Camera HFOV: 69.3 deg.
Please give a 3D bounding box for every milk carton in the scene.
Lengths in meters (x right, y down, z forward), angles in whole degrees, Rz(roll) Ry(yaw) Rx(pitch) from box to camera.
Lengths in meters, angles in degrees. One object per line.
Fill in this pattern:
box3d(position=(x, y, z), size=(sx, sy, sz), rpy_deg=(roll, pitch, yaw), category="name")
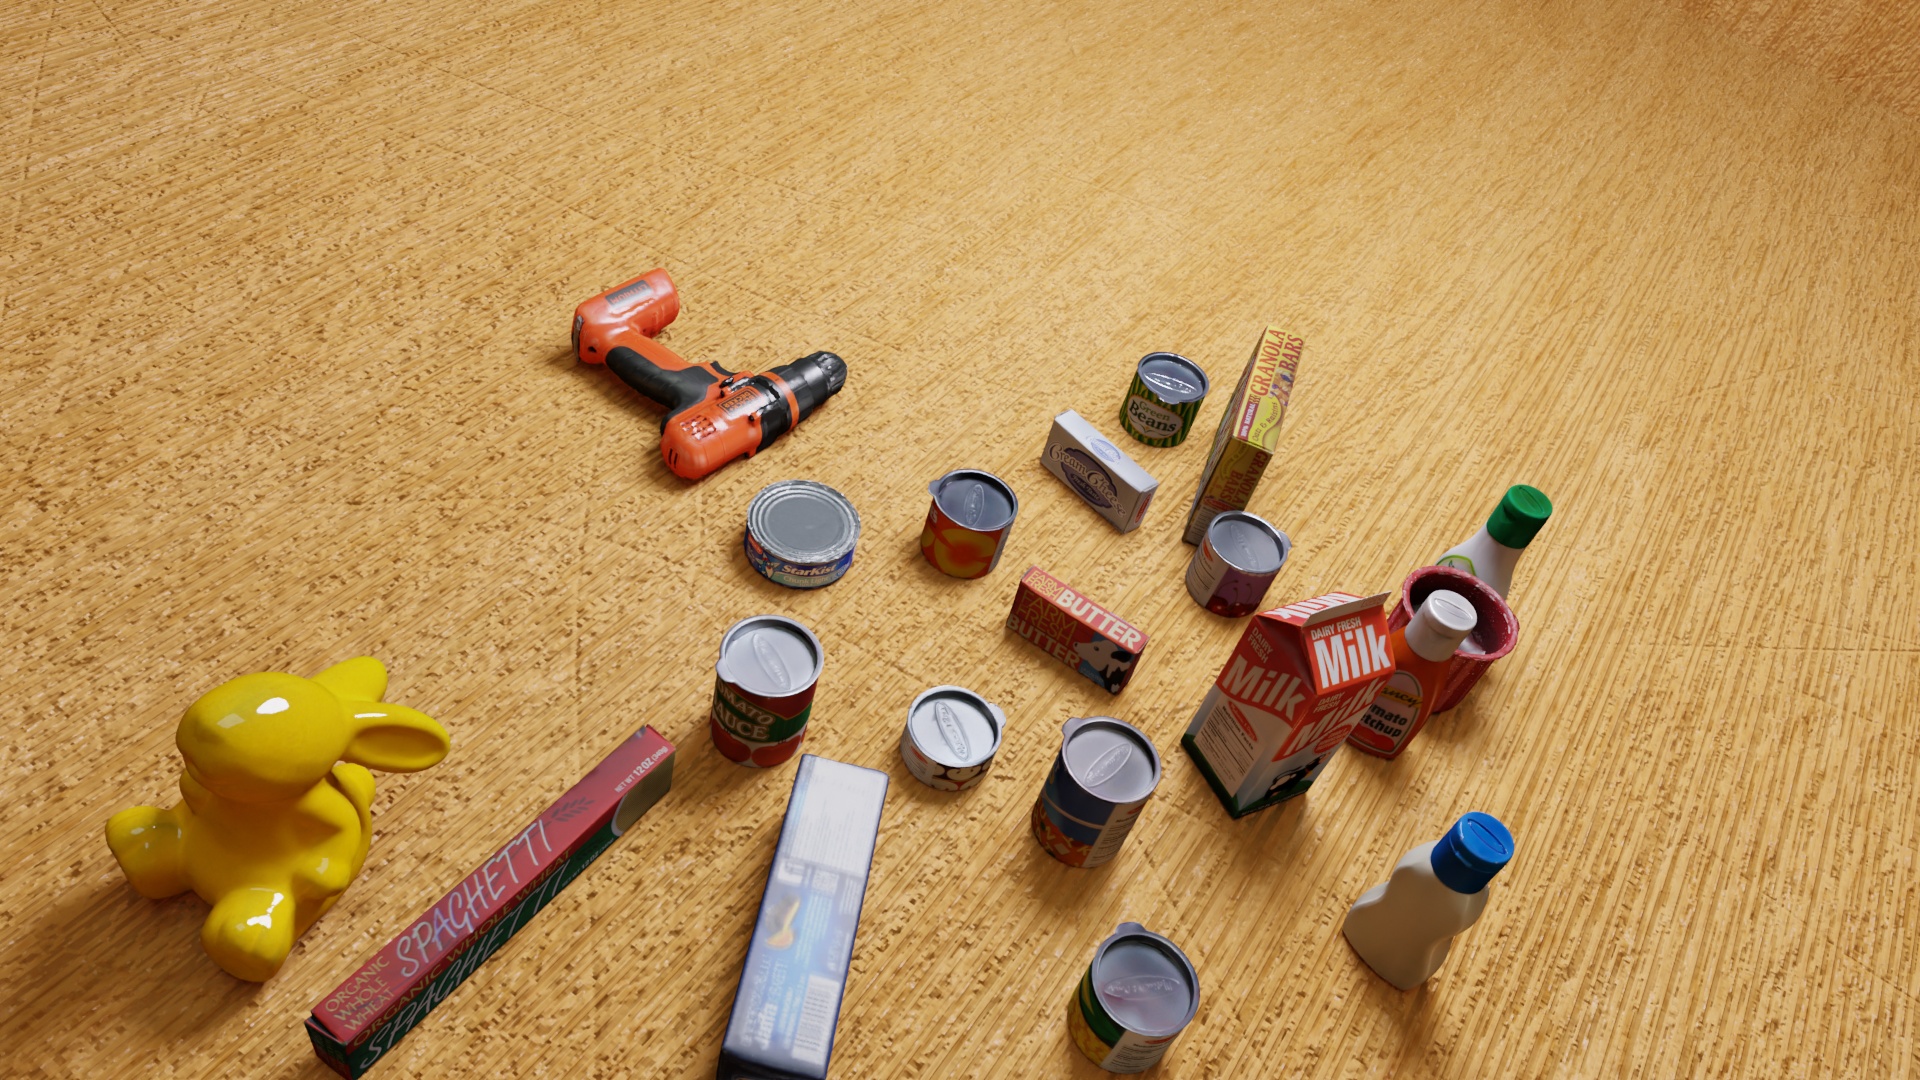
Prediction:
box3d(position=(0.226, 0.102, 0.944), size=(0.072, 0.189, 0.074), rpy_deg=(-13, 53, -27), category="milk carton")

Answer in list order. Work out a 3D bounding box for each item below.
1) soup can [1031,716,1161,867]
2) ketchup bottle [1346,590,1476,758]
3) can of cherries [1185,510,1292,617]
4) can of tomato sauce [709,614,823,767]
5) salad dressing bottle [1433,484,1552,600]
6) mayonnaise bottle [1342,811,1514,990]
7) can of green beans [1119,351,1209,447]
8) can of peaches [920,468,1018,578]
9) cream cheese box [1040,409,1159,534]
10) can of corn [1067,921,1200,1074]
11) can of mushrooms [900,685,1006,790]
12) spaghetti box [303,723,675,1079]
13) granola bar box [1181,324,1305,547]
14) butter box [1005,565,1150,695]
box3d(position=(0.086, 0.165, 0.916), size=(0.071, 0.083, 0.072), rpy_deg=(9, 46, -9), category="soup can")
box3d(position=(0.323, 0.096, 1.008), size=(0.065, 0.148, 0.044), rpy_deg=(29, 46, 11), category="ketchup bottle")
box3d(position=(0.223, 0.020, 1.113), size=(0.071, 0.058, 0.072), rpy_deg=(9, 46, -9), category="can of cherries")
box3d(position=(-0.130, 0.101, 0.912), size=(0.071, 0.082, 0.071), rpy_deg=(9, 46, -9), category="can of tomato sauce")
box3d(position=(0.420, 0.017, 1.112), size=(0.044, 0.146, 0.064), rpy_deg=(-9, 51, -24), category="salad dressing bottle")
box3d(position=(0.298, 0.225, 0.878), size=(0.041, 0.147, 0.065), rpy_deg=(-26, 59, -34), category="mayonnaise bottle")
box3d(position=(0.181, -0.125, 1.238), size=(0.071, 0.057, 0.071), rpy_deg=(9, 46, -9), category="can of green beans")
box3d(position=(0.004, -0.014, 1.079), size=(0.071, 0.057, 0.071), rpy_deg=(9, 46, -9), category="can of peaches")
box3d(position=(0.114, -0.057, 1.157), size=(0.024, 0.053, 0.104), rpy_deg=(-29, 61, -36), category="cream cheese box")
box3d(position=(0.102, 0.275, 0.835), size=(0.071, 0.058, 0.071), rpy_deg=(9, 46, -9), category="can of corn")
box3d(position=(-0.005, 0.135, 0.952), size=(0.071, 0.033, 0.071), rpy_deg=(9, 46, -9), category="can of mushrooms")
box3d(position=(-0.260, 0.201, 0.801), size=(0.029, 0.049, 0.251), rpy_deg=(33, 47, 15), category="spaghetti box")
box3d(position=(0.239, -0.086, 1.172), size=(0.039, 0.123, 0.166), rpy_deg=(22, 45, 5), category="granola bar box")
box3d(position=(0.085, 0.067, 1.031), size=(0.103, 0.052, 0.024), rpy_deg=(32, 47, 14), category="butter box")
